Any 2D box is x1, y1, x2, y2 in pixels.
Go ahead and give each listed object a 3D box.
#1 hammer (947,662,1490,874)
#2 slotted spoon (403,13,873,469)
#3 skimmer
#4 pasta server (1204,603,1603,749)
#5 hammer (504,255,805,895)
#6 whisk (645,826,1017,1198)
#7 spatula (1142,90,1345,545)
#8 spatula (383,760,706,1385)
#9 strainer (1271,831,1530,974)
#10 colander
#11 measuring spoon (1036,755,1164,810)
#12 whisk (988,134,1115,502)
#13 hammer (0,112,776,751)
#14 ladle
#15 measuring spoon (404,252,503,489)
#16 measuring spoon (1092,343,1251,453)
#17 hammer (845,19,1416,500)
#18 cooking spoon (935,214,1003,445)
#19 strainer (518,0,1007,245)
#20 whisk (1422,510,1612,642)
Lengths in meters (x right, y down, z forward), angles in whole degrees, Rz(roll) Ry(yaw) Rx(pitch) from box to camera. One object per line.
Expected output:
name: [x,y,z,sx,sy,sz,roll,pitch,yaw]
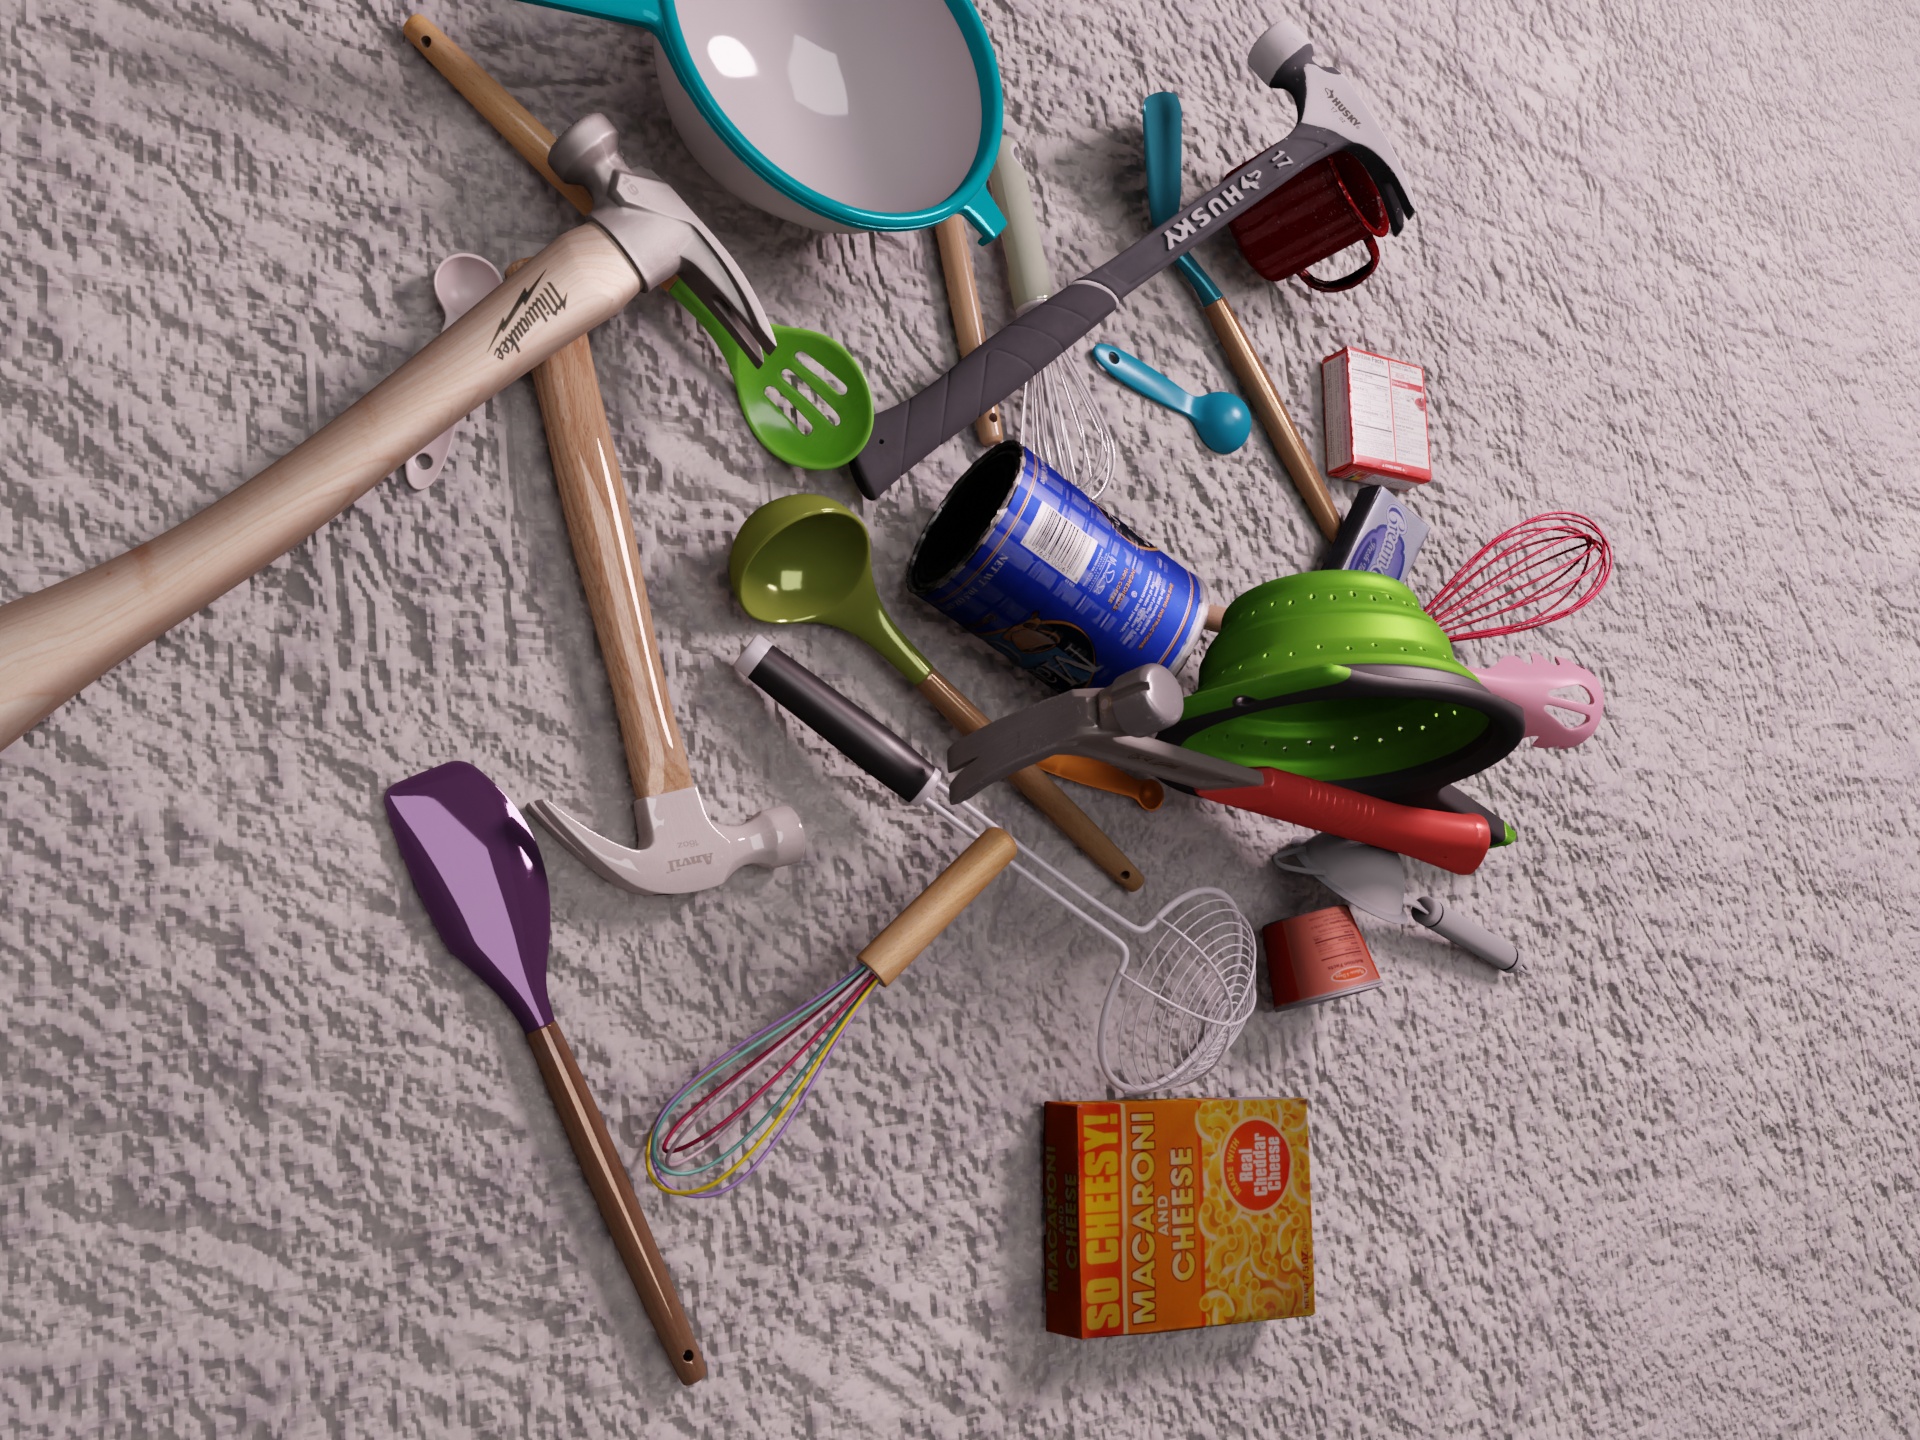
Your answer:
hammer: [0.169,0.044,0.883,0.358,0.149,0.037,16,62,-38]
slotted spoon: [-0.168,-0.253,0.844,0.313,0.070,0.031,43,17,-12]
skimmer: [0.021,0.076,0.886,0.363,0.090,0.127,38,77,-9]
pasta server: [0.263,-0.038,0.997,0.316,0.040,0.060,13,93,-7]
hammer: [-0.178,-0.073,0.802,0.130,0.031,0.331,-12,86,-33]
whisk: [-0.063,0.138,0.794,0.245,0.047,0.051,-44,115,-17]
spatula: [0.189,-0.259,1.054,0.317,0.044,0.082,60,31,-8]
spatula: [-0.186,0.167,0.753,0.060,0.018,0.316,-23,91,-30]
strainer: [0.298,0.119,1.030,0.258,0.087,0.050,29,107,-33]
colander: [0.253,-0.001,0.959,0.396,0.204,0.095,24,58,-50]
measuring spoon: [0.071,0.029,0.943,0.116,0.011,0.021,21,72,-22]
whisk: [0.047,-0.243,0.968,0.057,0.059,0.246,12,65,-67]
hammer: [-0.268,-0.120,0.732,0.146,0.038,0.411,49,66,-8]
ladle: [-0.001,-0.003,0.879,0.078,0.062,0.320,-42,110,10]
measuring spoon: [-0.256,-0.172,0.790,0.034,0.018,0.124,16,79,-24]
measuring spoon: [0.141,-0.214,1.027,0.128,0.021,0.042,23,68,-26]
hammer: [0.096,-0.257,0.938,0.409,0.036,0.149,-39,83,-14]
cooking spoon: [-0.011,-0.320,0.962,0.068,0.017,0.319,-7,83,-32]
strainer: [-0.139,-0.348,0.841,0.340,0.095,0.211,-2,78,-34]
whisk: [0.304,-0.060,1.040,0.296,0.073,0.073,-26,94,-13]
